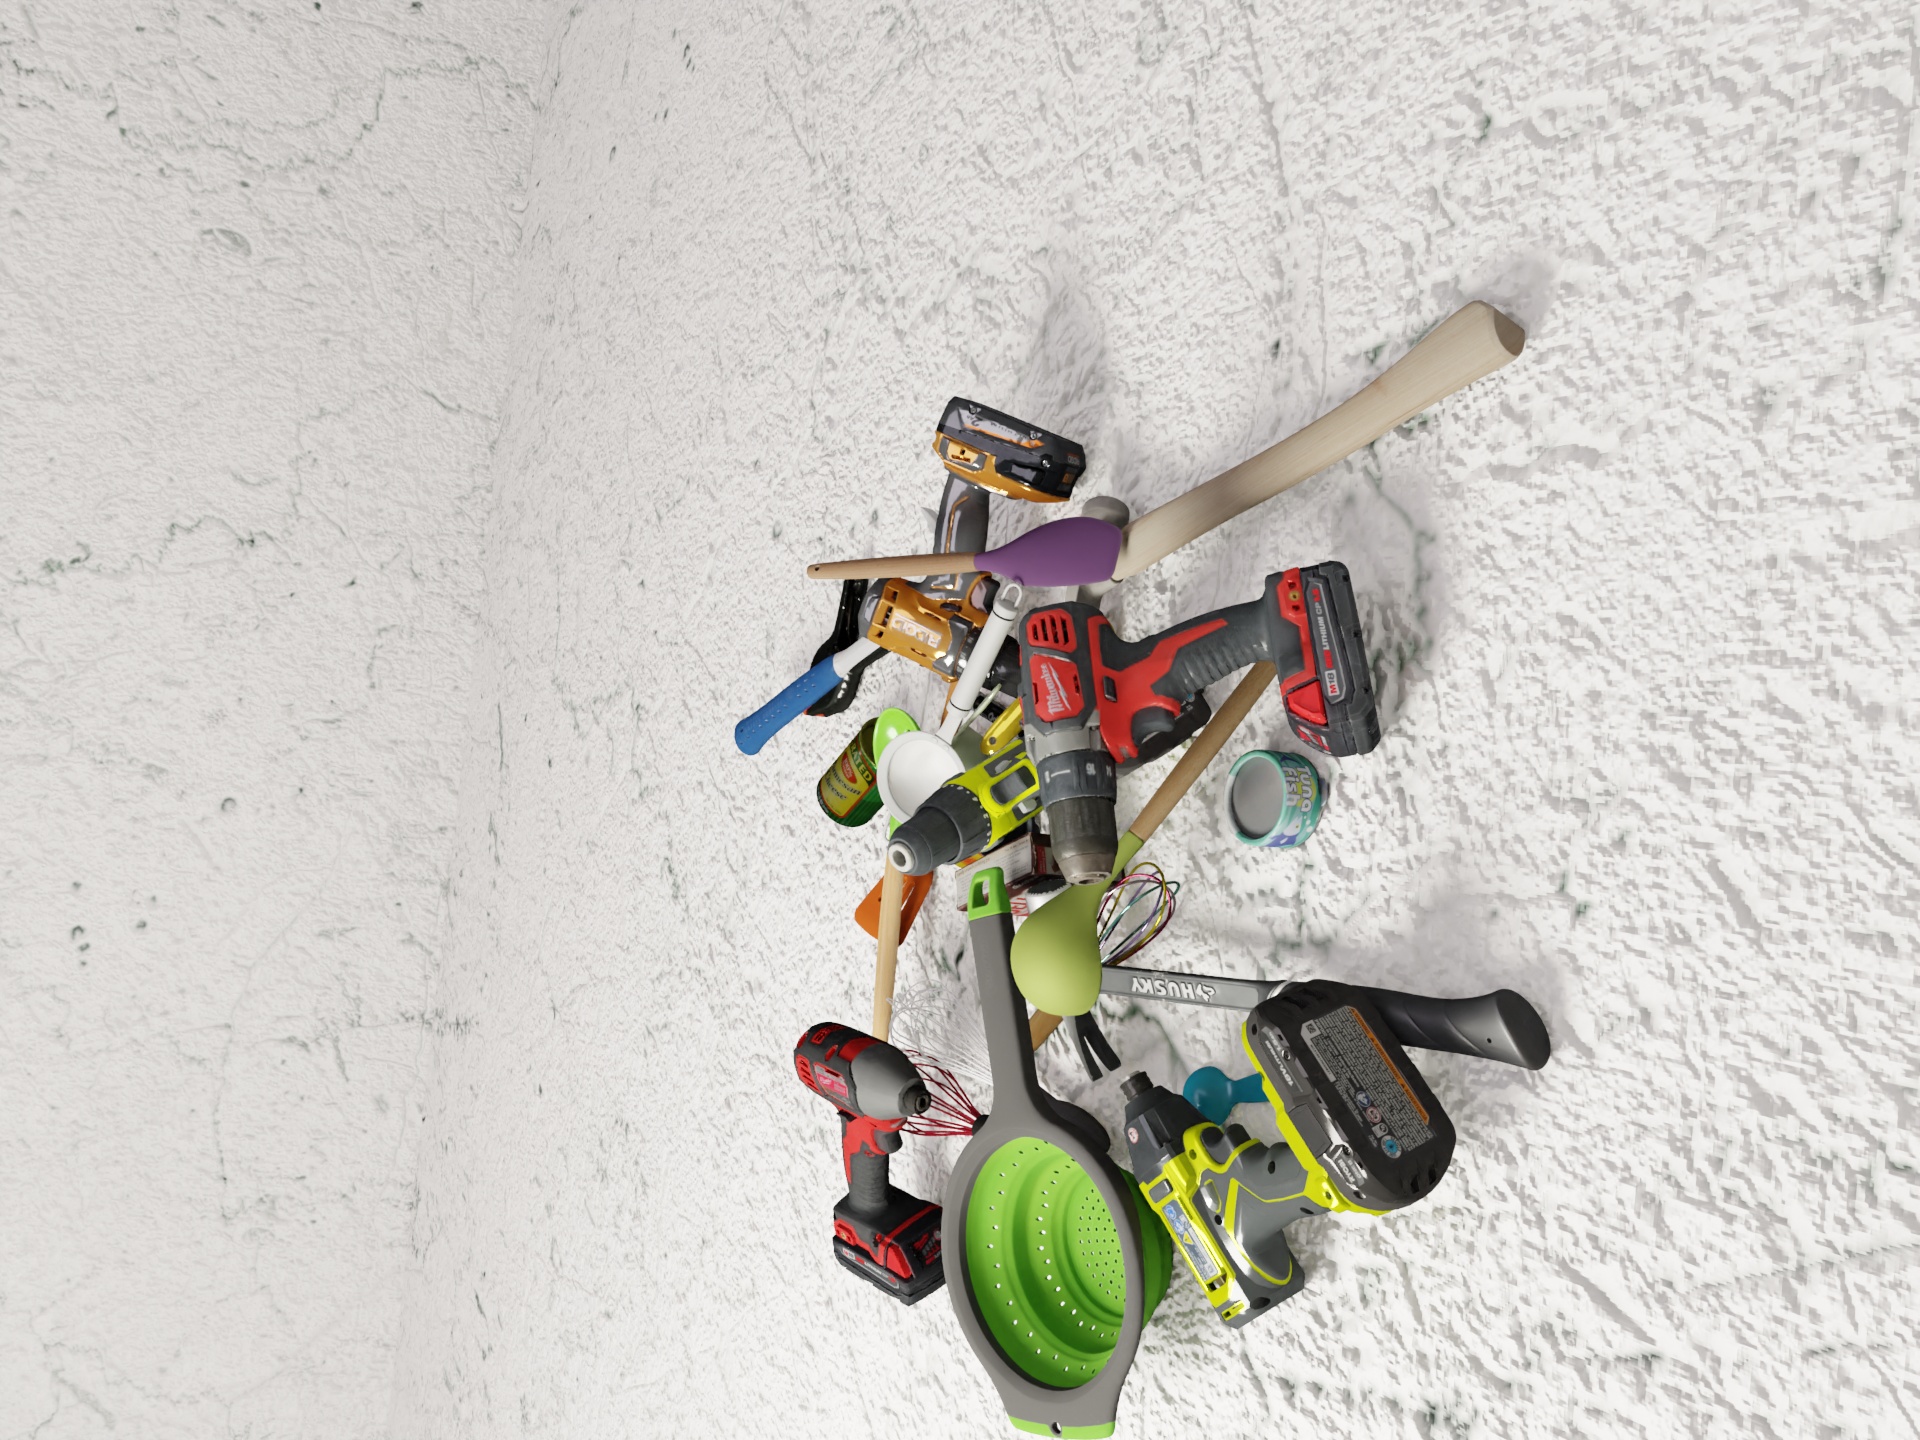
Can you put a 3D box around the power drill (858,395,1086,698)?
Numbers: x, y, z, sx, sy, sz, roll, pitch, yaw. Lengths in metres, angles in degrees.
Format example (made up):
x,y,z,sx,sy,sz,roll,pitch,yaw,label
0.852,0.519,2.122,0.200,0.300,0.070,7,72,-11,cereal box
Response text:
x,y,z,sx,sy,sz,roll,pitch,yaw,label
0.029,-0.136,1.336,0.185,0.084,0.226,27,104,21,power drill

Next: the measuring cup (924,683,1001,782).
x,y,z,sx,sy,sz,roll,pitch,yaw,label
0.013,0.021,1.363,0.083,0.038,0.167,-54,1,-37,measuring cup

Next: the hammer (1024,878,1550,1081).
x,y,z,sx,sy,sz,roll,pitch,yaw,label
0.195,0.186,1.038,0.409,0.036,0.149,-3,103,53,hammer

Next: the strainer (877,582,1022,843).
x,y,z,sx,sy,sz,roll,pitch,yaw,label
-0.002,-0.004,1.295,0.087,0.050,0.258,36,121,16,strainer

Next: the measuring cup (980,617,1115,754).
x,y,z,sx,sy,sz,roll,pitch,yaw,label
0.063,-0.026,1.287,0.062,0.029,0.156,48,111,14,measuring cup

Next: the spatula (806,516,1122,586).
x,y,z,sx,sy,sz,roll,pitch,yaw,label
-0.005,-0.129,1.286,0.316,0.018,0.060,0,69,38,spatula

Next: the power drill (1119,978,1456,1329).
x,y,z,sx,sy,sz,roll,pitch,yaw,label
0.186,0.261,0.987,0.171,0.080,0.223,59,142,22,power drill

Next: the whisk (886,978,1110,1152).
x,y,z,sx,sy,sz,roll,pitch,yaw,label
0.026,0.288,1.307,0.285,0.070,0.070,24,105,51,whisk

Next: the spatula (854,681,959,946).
x,y,z,sx,sy,sz,roll,pitch,yaw,label
-0.028,0.048,1.462,0.081,0.041,0.322,25,104,51,spatula

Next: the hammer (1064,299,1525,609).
x,y,z,sx,sy,sz,roll,pitch,yaw,label
0.209,-0.161,1.095,0.410,0.038,0.146,-28,45,51,hammer

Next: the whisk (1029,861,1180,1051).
x,y,z,sx,sy,sz,roll,pitch,yaw,label
0.100,0.187,1.224,0.047,0.051,0.244,50,136,18,whisk

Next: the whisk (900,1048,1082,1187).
x,y,z,sx,sy,sz,roll,pitch,yaw,label
0.008,0.336,1.333,0.296,0.073,0.073,9,91,54,whisk

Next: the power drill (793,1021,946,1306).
x,y,z,sx,sy,sz,roll,pitch,yaw,label
-0.062,0.365,1.327,0.143,0.078,0.219,10,118,47,power drill

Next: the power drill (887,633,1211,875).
x,y,z,sx,sy,sz,roll,pitch,yaw,label
0.059,0.036,1.191,0.228,0.190,0.080,-36,85,44,power drill

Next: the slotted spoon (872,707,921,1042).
x,y,z,sx,sy,sz,roll,pitch,yaw,label
-0.062,0.145,1.444,0.070,0.031,0.314,-1,83,47,slotted spoon

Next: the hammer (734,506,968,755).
x,y,z,sx,sy,sz,roll,pitch,yaw,label
-0.112,-0.064,1.565,0.405,0.035,0.144,-33,58,46,hammer

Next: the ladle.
x,y,z,sx,sy,sz,roll,pitch,yaw,label
0.142,0.064,1.085,0.320,0.062,0.078,-52,41,-2,ladle

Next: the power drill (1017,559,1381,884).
x,y,z,sx,sy,sz,roll,pitch,yaw,label
0.149,0.000,1.022,0.227,0.080,0.188,-11,70,15,power drill

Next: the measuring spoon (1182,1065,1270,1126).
x,y,z,sx,sy,sz,roll,pitch,yaw,label
0.191,0.250,1.079,0.128,0.021,0.042,-32,58,54,measuring spoon

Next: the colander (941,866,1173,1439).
x,y,z,sx,sy,sz,roll,pitch,yaw,label
0.073,0.303,1.163,0.204,0.094,0.397,-22,71,47,colander
